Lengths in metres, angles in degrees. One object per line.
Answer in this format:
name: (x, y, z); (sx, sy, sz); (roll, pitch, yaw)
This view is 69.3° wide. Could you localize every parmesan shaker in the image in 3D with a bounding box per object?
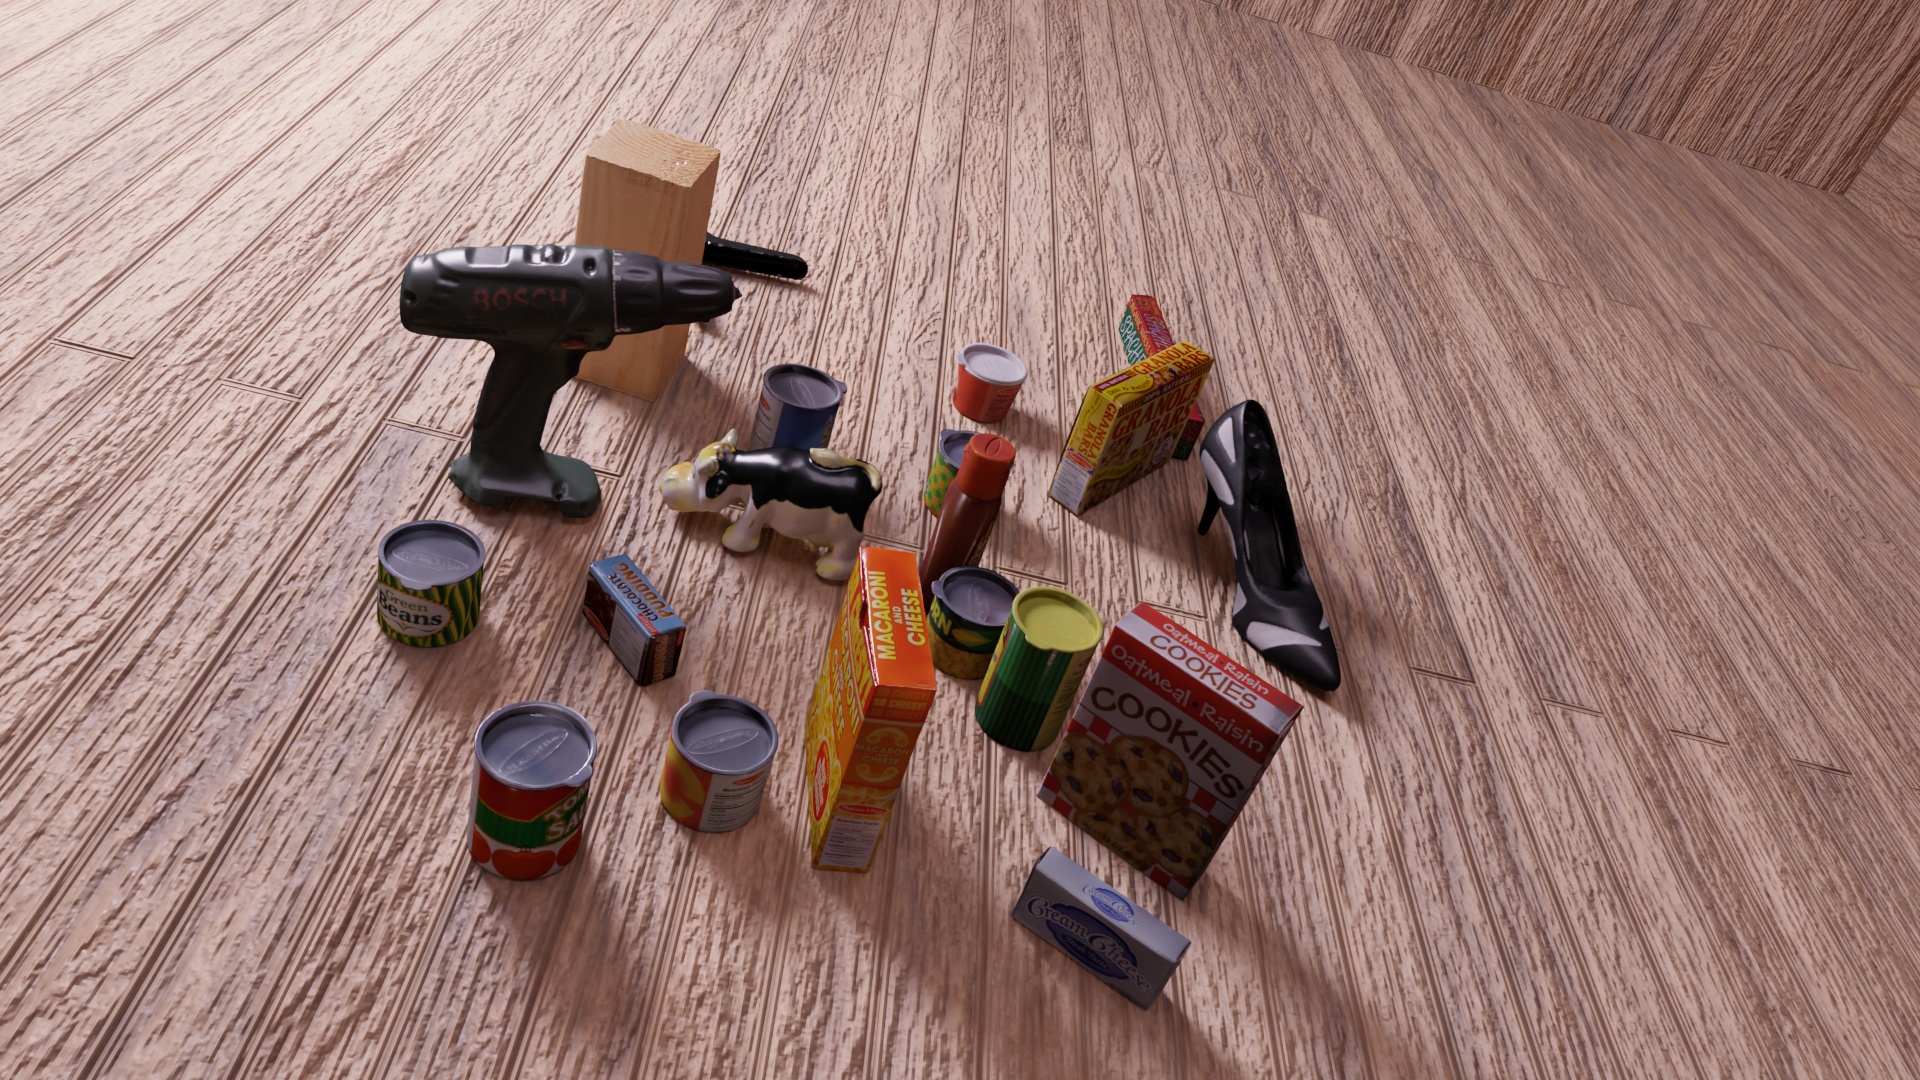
parmesan shaker: (0.053, 0.093, 0.989); (0.071, 0.102, 0.072); (13, 36, -9)

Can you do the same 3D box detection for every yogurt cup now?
yogurt cup: (0.025, -0.149, 1.333); (0.072, 0.053, 0.073); (12, 37, -9)

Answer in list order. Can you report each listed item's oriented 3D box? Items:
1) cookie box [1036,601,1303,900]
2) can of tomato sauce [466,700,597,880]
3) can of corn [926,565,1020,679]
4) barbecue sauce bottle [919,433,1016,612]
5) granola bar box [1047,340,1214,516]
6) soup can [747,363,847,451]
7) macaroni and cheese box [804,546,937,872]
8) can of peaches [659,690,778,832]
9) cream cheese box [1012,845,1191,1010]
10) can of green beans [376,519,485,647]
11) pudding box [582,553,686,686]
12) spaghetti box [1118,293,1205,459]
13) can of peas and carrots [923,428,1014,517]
cookie box: (0.133, 0.139, 0.912); (0.123, 0.166, 0.040); (34, 38, 19)
can of tomato sauce: (-0.247, 0.146, 0.802); (0.071, 0.082, 0.071); (13, 36, -9)
can of corn: (0.005, 0.062, 1.047); (0.071, 0.058, 0.071); (12, 37, -9)
barbecue sauce bottle: (0.004, -0.013, 1.067); (0.044, 0.147, 0.065); (23, 36, 5)
granola bar box: (0.157, -0.106, 1.277); (0.039, 0.123, 0.166); (36, 39, 22)
soup can: (-0.137, -0.096, 1.164); (0.071, 0.083, 0.072); (13, 36, -9)
macaroni and cheese box: (-0.061, 0.106, 0.868); (0.040, 0.165, 0.124); (8, 38, -16)
can of peaches: (-0.154, 0.139, 0.874); (0.071, 0.057, 0.071); (12, 37, -9)
cream cheese box: (0.085, 0.239, 0.857); (0.104, 0.053, 0.024); (32, 38, 17)
can of green beans: (-0.354, 0.029, 0.926); (0.071, 0.057, 0.071); (12, 37, -9)
pudding box: (-0.226, 0.054, 0.959); (0.030, 0.049, 0.084); (-18, 50, -40)
spaghetti box: (0.207, -0.177, 1.455); (0.029, 0.049, 0.251); (9, 37, -14)
can of peas and carrots: (0.004, -0.054, 1.195); (0.071, 0.058, 0.071); (12, 37, -9)
